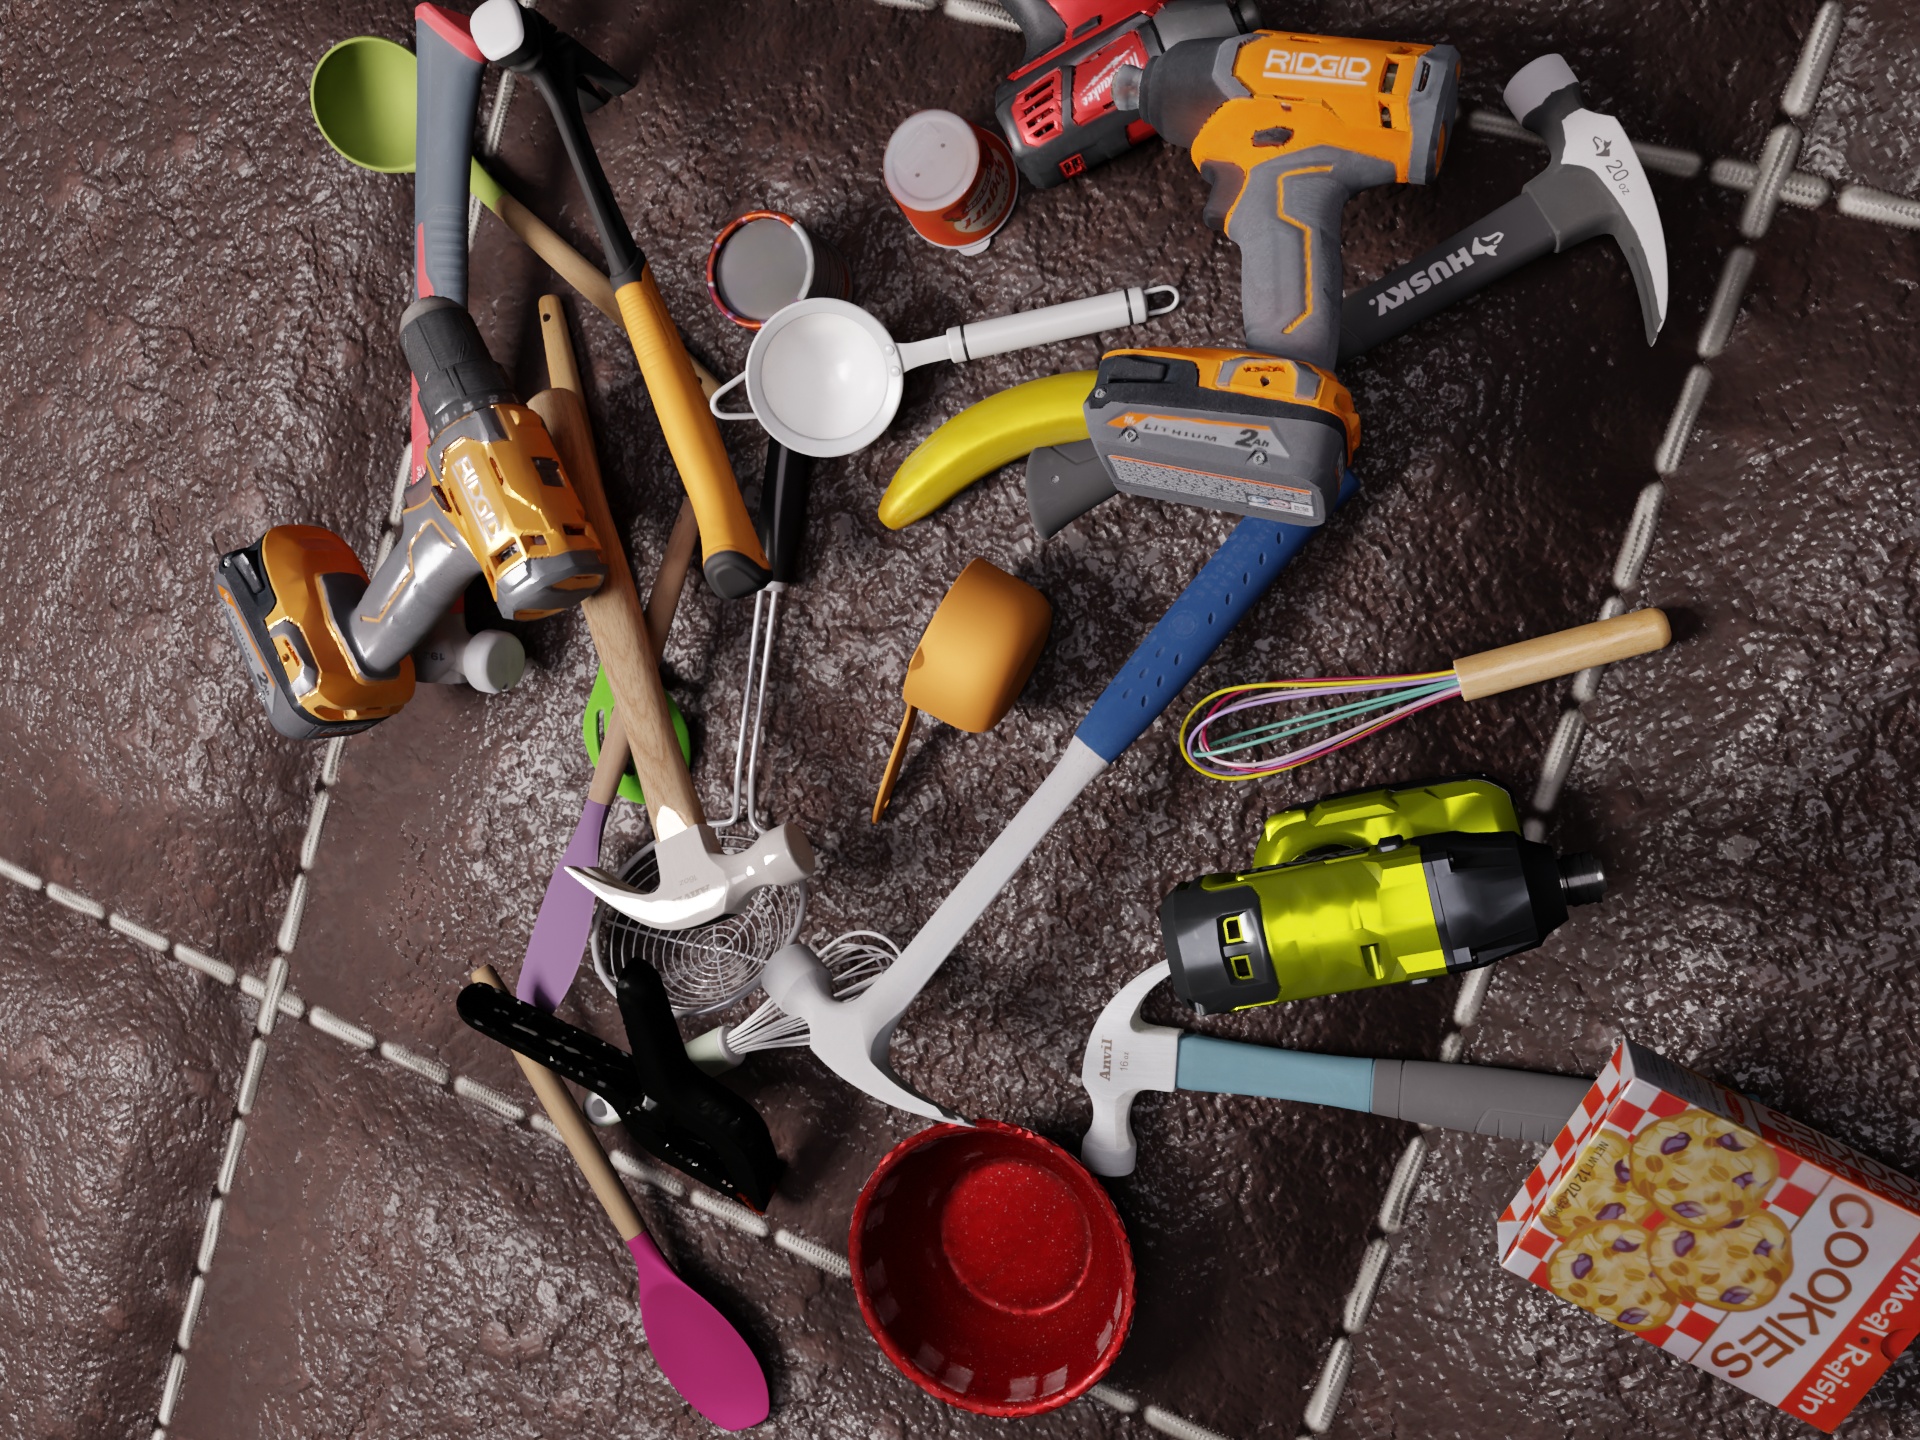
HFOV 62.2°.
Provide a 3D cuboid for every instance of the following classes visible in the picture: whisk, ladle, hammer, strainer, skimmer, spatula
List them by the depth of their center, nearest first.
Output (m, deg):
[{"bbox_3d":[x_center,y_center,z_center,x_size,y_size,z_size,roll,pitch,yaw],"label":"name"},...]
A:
[{"bbox_3d":[0.181,-0.182,0.789,0.335,0.035,0.146,-29,76,10],"label":"hammer"},{"bbox_3d":[0.229,-0.017,0.803,0.245,0.051,0.047,-16,82,15],"label":"whisk"},{"bbox_3d":[0.226,0.191,0.816,0.331,0.033,0.128,4,94,18],"label":"hammer"},{"bbox_3d":[0.065,0.027,0.818,0.405,0.035,0.144,-51,54,2],"label":"hammer"},{"bbox_3d":[-0.009,-0.202,0.867,0.258,0.050,0.086,-10,114,8],"label":"strainer"},{"bbox_3d":[-0.173,-0.227,0.885,0.034,0.127,0.337,-22,86,16],"label":"hammer"},{"bbox_3d":[-0.190,-0.039,0.891,0.130,0.031,0.331,-26,72,15],"label":"hammer"},{"bbox_3d":[-0.129,-0.018,0.895,0.127,0.090,0.363,10,95,22],"label":"skimmer"},{"bbox_3d":[-0.200,0.023,0.920,0.060,0.018,0.316,21,95,47],"label":"spatula"},{"bbox_3d":[-0.128,0.187,0.926,0.246,0.059,0.058,-28,84,22],"label":"whisk"},{"bbox_3d":[-0.320,-0.216,0.943,0.143,0.038,0.386,10,103,25],"label":"hammer"},{"bbox_3d":[-0.262,-0.293,0.949,0.320,0.062,0.078,42,111,10],"label":"ladle"}]

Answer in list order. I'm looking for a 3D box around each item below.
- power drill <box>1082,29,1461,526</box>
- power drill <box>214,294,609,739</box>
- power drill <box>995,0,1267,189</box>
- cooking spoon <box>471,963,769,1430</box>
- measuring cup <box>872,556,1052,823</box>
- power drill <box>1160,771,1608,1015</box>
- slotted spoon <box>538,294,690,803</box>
[{"bbox_3d":[0.130,-0.219,0.751,0.164,0.084,0.226,14,82,18],"label":"power drill"},{"bbox_3d":[-0.317,-0.110,0.895,0.226,0.084,0.185,-29,82,25],"label":"power drill"},{"bbox_3d":[0.060,-0.406,0.829,0.143,0.078,0.220,-22,88,18],"label":"power drill"},{"bbox_3d":[-0.207,0.285,0.953,0.069,0.017,0.319,-30,90,27],"label":"cooking spoon"},{"bbox_3d":[-0.001,-0.003,0.869,0.052,0.095,0.173,26,119,9],"label":"measuring cup"},{"bbox_3d":[0.196,0.076,0.721,0.171,0.223,0.080,-13,88,18],"label":"power drill"},{"bbox_3d":[-0.219,-0.103,0.957,0.070,0.031,0.314,-13,87,20],"label":"slotted spoon"}]
